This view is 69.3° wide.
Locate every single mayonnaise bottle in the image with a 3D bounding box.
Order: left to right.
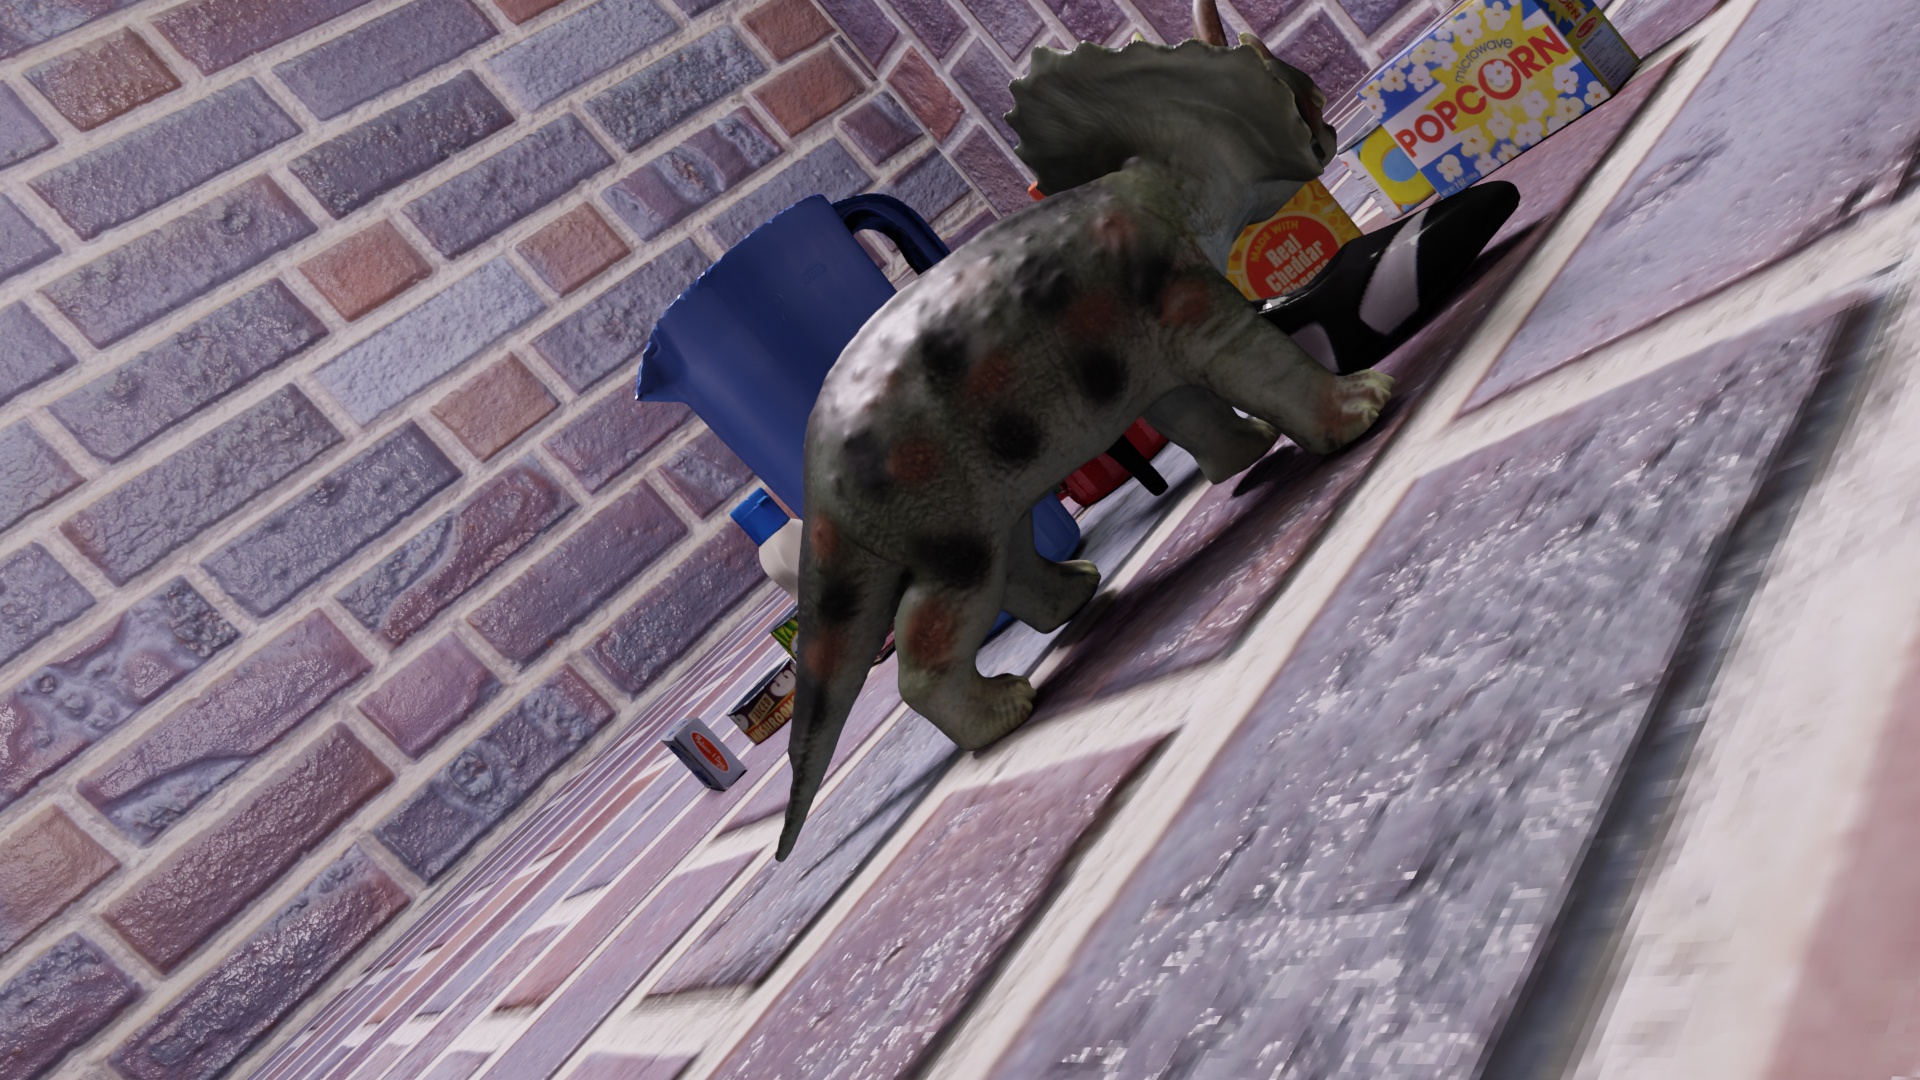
[{"bbox_3d":[-0.133,0.021,1.175,0.041,0.148,0.065,-35,8,47],"label":"mayonnaise bottle"}]

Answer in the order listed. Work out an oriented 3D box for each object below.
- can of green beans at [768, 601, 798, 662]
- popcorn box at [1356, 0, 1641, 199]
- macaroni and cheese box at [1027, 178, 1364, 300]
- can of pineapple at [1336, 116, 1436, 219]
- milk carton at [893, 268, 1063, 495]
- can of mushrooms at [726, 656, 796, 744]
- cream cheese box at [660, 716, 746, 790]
[{"bbox_3d":[-0.107,0.071,1.088,0.071,0.058,0.071,-41,6,5],"label":"can of green beans"},{"bbox_3d":[0.294,-0.256,0.772,0.038,0.085,0.126,-44,7,-27],"label":"popcorn box"},{"bbox_3d":[0.138,-0.173,0.771,0.123,0.166,0.040,-40,6,16],"label":"macaroni and cheese box"},{"bbox_3d":[0.290,-0.253,0.902,0.071,0.058,0.071,-41,6,5],"label":"can of pineapple"},{"bbox_3d":[0.021,-0.120,1.014,0.072,0.190,0.073,-43,6,-18],"label":"milk carton"},{"bbox_3d":[-0.145,0.124,1.069,0.071,0.033,0.071,-41,6,5],"label":"can of mushrooms"},{"bbox_3d":[-0.191,0.157,1.024,0.024,0.053,0.103,-43,6,-18],"label":"cream cheese box"}]
